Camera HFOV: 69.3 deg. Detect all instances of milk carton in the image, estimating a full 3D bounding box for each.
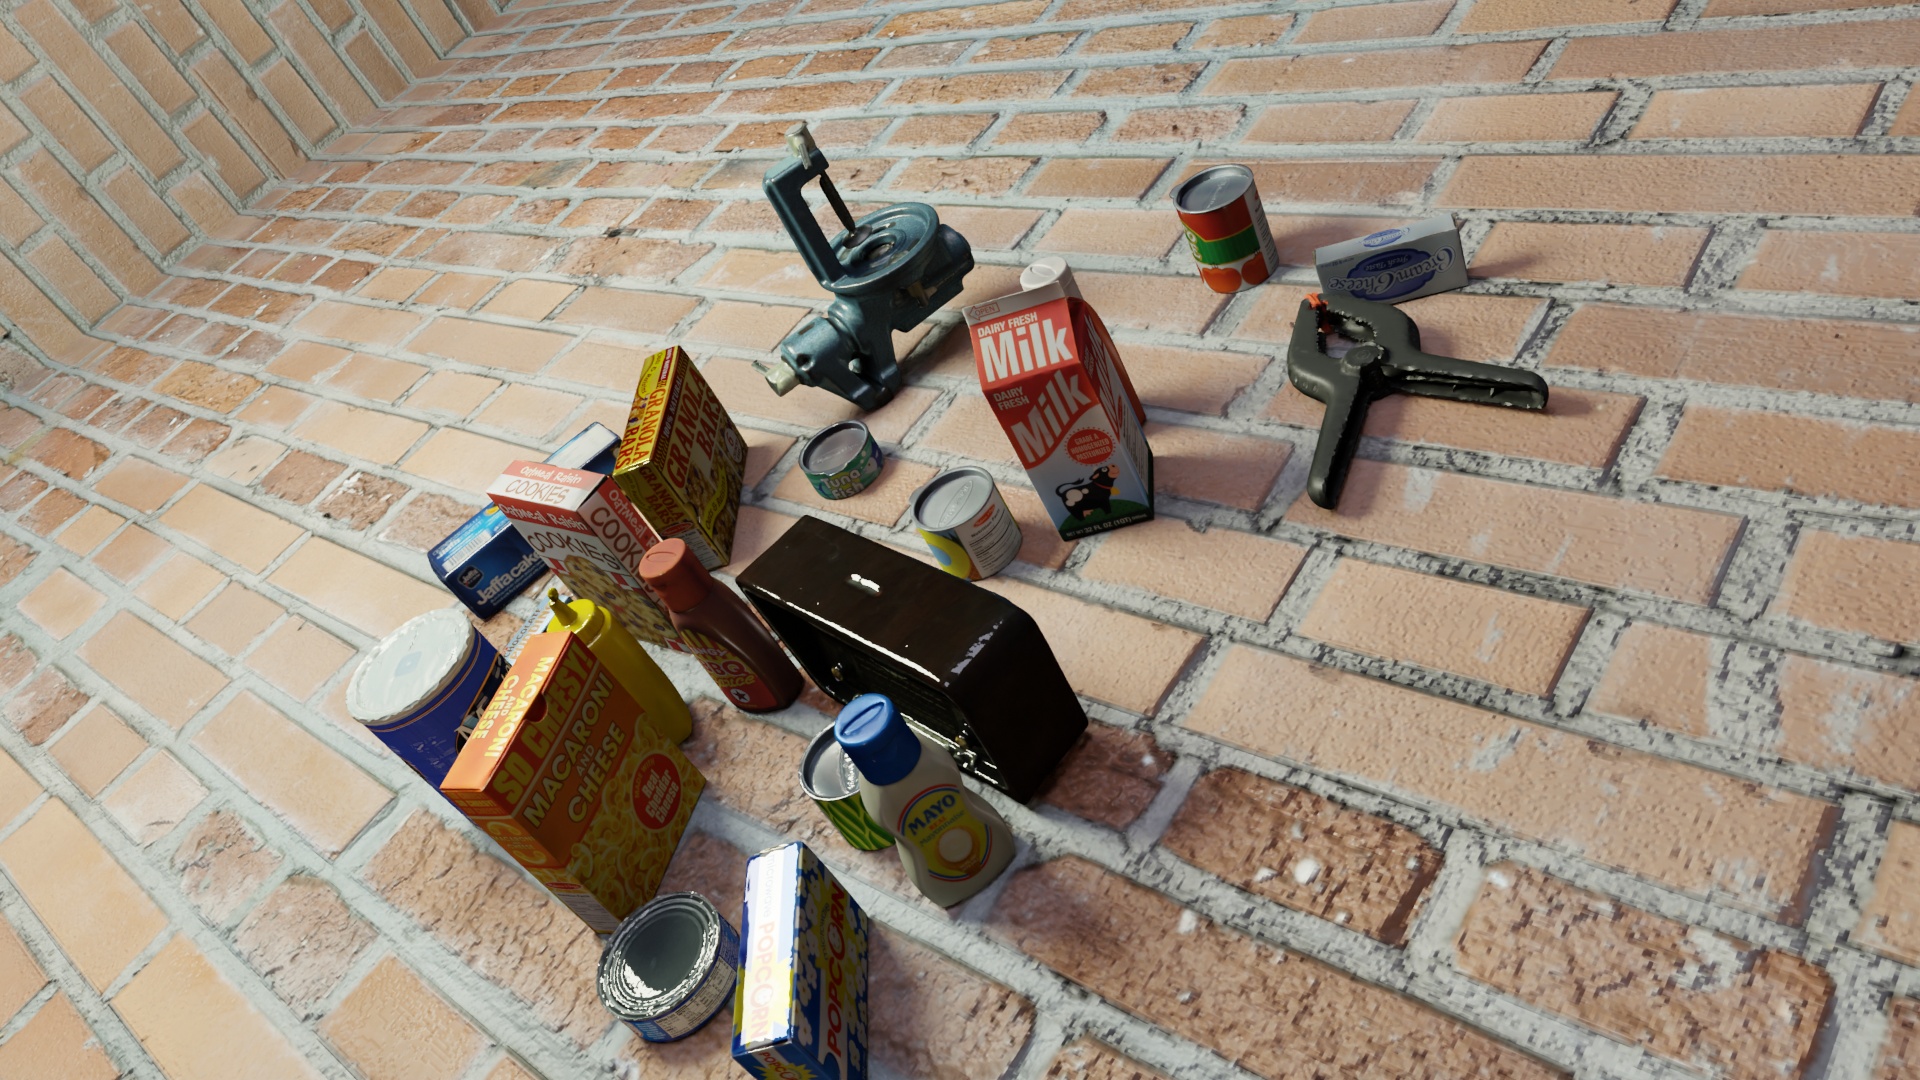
[{"bbox_3d":[0.070,-0.095,0.963,0.072,0.189,0.074,-14,41,20],"label":"milk carton"}]

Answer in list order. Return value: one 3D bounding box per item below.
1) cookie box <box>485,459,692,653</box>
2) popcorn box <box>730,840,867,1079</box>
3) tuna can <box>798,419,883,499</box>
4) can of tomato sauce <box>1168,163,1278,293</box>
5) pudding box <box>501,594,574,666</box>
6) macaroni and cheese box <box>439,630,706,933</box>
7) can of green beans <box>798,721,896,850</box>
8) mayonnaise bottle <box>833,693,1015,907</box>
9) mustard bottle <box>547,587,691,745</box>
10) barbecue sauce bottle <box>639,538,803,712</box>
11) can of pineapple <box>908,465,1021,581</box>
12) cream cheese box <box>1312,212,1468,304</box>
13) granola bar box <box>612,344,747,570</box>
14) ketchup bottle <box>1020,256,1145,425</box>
[{"bbox_3d":[-0.277,0.012,1.085,0.123,0.166,0.040,9,52,39],"label":"cookie box"},{"bbox_3d":[-0.086,0.243,0.770,0.038,0.085,0.127,-20,39,13],"label":"popcorn box"},{"bbox_3d":[-0.100,-0.066,1.168,0.071,0.032,0.071,-18,39,15],"label":"tuna can"},{"bbox_3d":[0.216,-0.254,1.134,0.071,0.082,0.071,-18,39,15],"label":"can of tomato sauce"},{"bbox_3d":[-0.339,0.089,1.134,0.030,0.049,0.084,4,49,36],"label":"pudding box"},{"bbox_3d":[-0.243,0.158,0.900,0.040,0.165,0.124,-7,43,27],"label":"macaroni and cheese box"},{"bbox_3d":[-0.060,0.153,0.877,0.071,0.057,0.071,-18,39,15],"label":"can of green beans"},{"bbox_3d":[-0.023,0.146,0.787,0.065,0.147,0.041,-36,38,-8],"label":"mayonnaise bottle"},{"bbox_3d":[-0.251,0.087,0.989,0.049,0.159,0.065,-35,38,-6],"label":"mustard bottle"},{"bbox_3d":[-0.171,0.061,0.978,0.065,0.148,0.044,1,47,34],"label":"barbecue sauce bottle"},{"bbox_3d":[0.004,-0.013,1.021,0.071,0.057,0.071,-18,39,15],"label":"can of pineapple"},{"bbox_3d":[0.321,-0.204,1.035,0.103,0.053,0.024,-12,41,21],"label":"cream cheese box"},{"bbox_3d":[-0.234,-0.070,1.184,0.039,0.123,0.166,-19,39,15],"label":"granola bar box"},{"bbox_3d":[0.089,-0.143,1.039,0.043,0.148,0.065,-42,39,-15],"label":"ketchup bottle"}]
